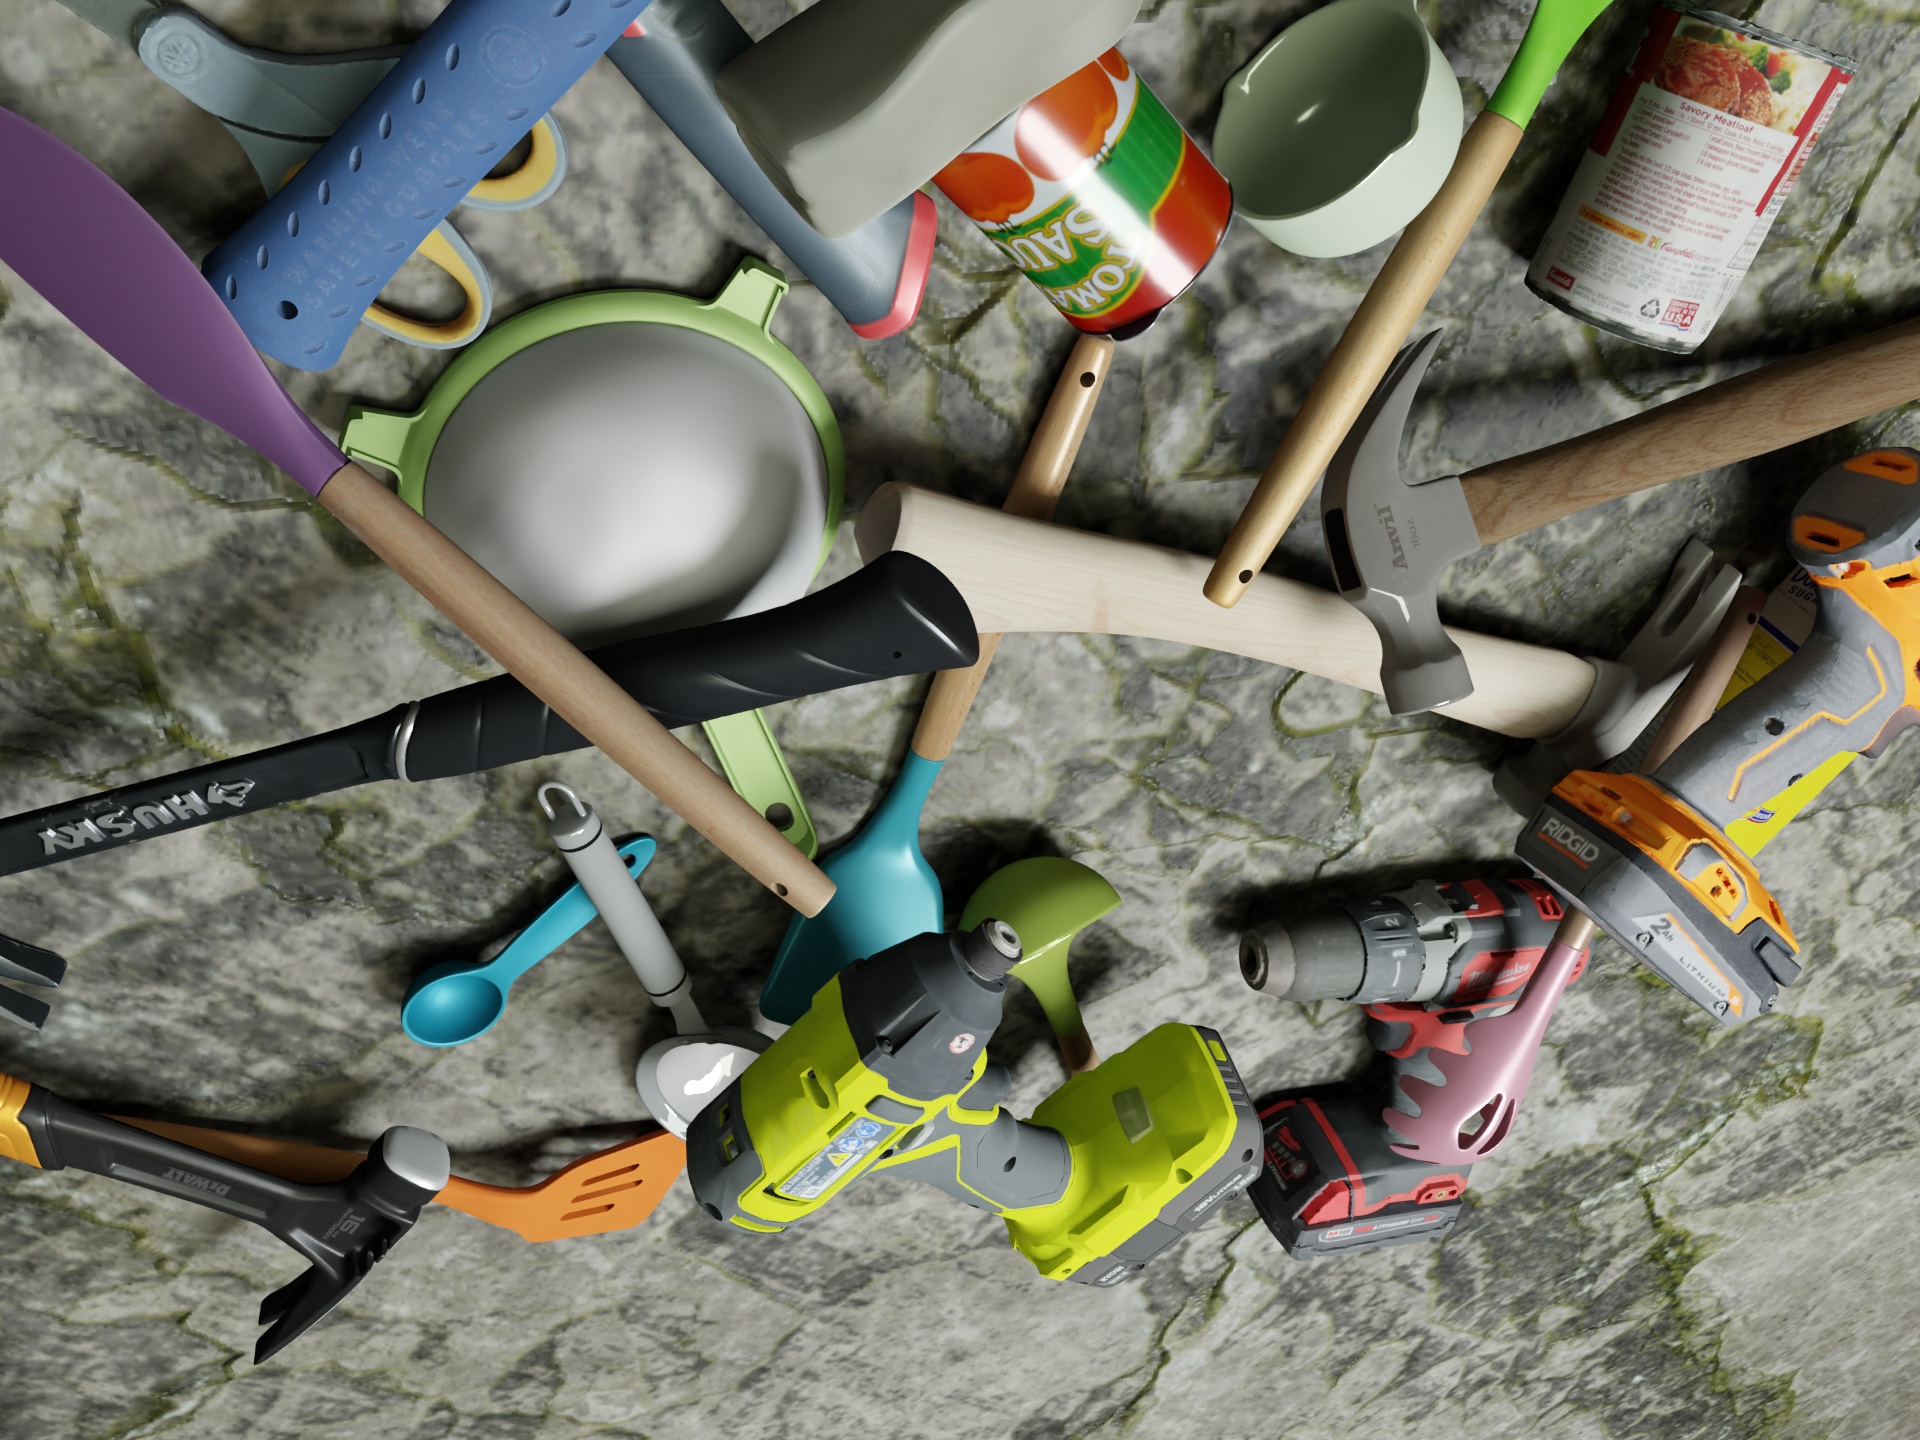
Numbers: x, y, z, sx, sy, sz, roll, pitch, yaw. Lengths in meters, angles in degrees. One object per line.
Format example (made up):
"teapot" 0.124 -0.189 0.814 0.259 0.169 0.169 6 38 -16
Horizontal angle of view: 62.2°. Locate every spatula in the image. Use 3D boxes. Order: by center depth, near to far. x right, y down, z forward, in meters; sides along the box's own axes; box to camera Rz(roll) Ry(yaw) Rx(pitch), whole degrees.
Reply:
"spatula" -0.154 -0.051 0.445 0.315 0.018 0.059 43 135 -11
"spatula" -0.001 -0.002 0.626 0.082 0.044 0.317 12 122 -16
"spatula" -0.271 0.190 0.698 0.322 0.041 0.081 18 120 -27

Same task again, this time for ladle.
"ladle" 0.064 0.174 0.788 0.078 0.062 0.319 -27 135 -7

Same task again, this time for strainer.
"strainer" -0.093 -0.021 0.559 0.151 0.069 0.256 -21 130 -3
"strainer" -0.119 0.114 0.674 0.087 0.050 0.258 -4 133 17

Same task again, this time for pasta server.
"pasta server" 0.296 0.079 0.756 0.060 0.040 0.316 22 97 -26

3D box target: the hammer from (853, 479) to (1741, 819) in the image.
"hammer" 0.147 -0.043 0.632 0.410 0.038 0.146 10 122 -33

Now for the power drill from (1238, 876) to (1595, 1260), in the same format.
"power drill" 0.212 0.178 0.833 0.187 0.080 0.226 -2 125 -20

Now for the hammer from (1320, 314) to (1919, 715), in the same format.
"hammer" 0.287 -0.115 0.621 0.331 0.031 0.130 -20 92 -16

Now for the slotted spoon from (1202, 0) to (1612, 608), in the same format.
"slotted spoon" 0.163 -0.175 0.525 0.070 0.031 0.313 19 108 -31

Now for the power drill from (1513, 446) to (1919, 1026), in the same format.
"power drill" 0.370 0.017 0.688 0.164 0.084 0.226 37 97 -24

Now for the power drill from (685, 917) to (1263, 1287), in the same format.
"power drill" 0.020 0.165 0.677 0.223 0.080 0.171 26 119 -38

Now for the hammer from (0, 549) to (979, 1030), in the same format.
"hammer" -0.194 0.016 0.516 0.409 0.036 0.149 -13 135 9

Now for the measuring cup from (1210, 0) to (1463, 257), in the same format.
"measuring cup" 0.145 -0.221 0.497 0.038 0.083 0.167 27 99 -45

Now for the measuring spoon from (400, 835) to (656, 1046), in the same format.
"measuring spoon" -0.177 0.085 0.654 0.128 0.021 0.042 -40 137 2

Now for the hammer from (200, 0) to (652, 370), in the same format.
"hammer" -0.047 -0.220 0.360 0.405 0.035 0.144 -34 133 25

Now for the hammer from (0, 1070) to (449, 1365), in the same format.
"hammer" -0.371 0.149 0.596 0.336 0.034 0.127 35 108 -32

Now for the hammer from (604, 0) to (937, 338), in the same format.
"hammer" -0.140 -0.227 0.395 0.143 0.038 0.385 -36 131 12
